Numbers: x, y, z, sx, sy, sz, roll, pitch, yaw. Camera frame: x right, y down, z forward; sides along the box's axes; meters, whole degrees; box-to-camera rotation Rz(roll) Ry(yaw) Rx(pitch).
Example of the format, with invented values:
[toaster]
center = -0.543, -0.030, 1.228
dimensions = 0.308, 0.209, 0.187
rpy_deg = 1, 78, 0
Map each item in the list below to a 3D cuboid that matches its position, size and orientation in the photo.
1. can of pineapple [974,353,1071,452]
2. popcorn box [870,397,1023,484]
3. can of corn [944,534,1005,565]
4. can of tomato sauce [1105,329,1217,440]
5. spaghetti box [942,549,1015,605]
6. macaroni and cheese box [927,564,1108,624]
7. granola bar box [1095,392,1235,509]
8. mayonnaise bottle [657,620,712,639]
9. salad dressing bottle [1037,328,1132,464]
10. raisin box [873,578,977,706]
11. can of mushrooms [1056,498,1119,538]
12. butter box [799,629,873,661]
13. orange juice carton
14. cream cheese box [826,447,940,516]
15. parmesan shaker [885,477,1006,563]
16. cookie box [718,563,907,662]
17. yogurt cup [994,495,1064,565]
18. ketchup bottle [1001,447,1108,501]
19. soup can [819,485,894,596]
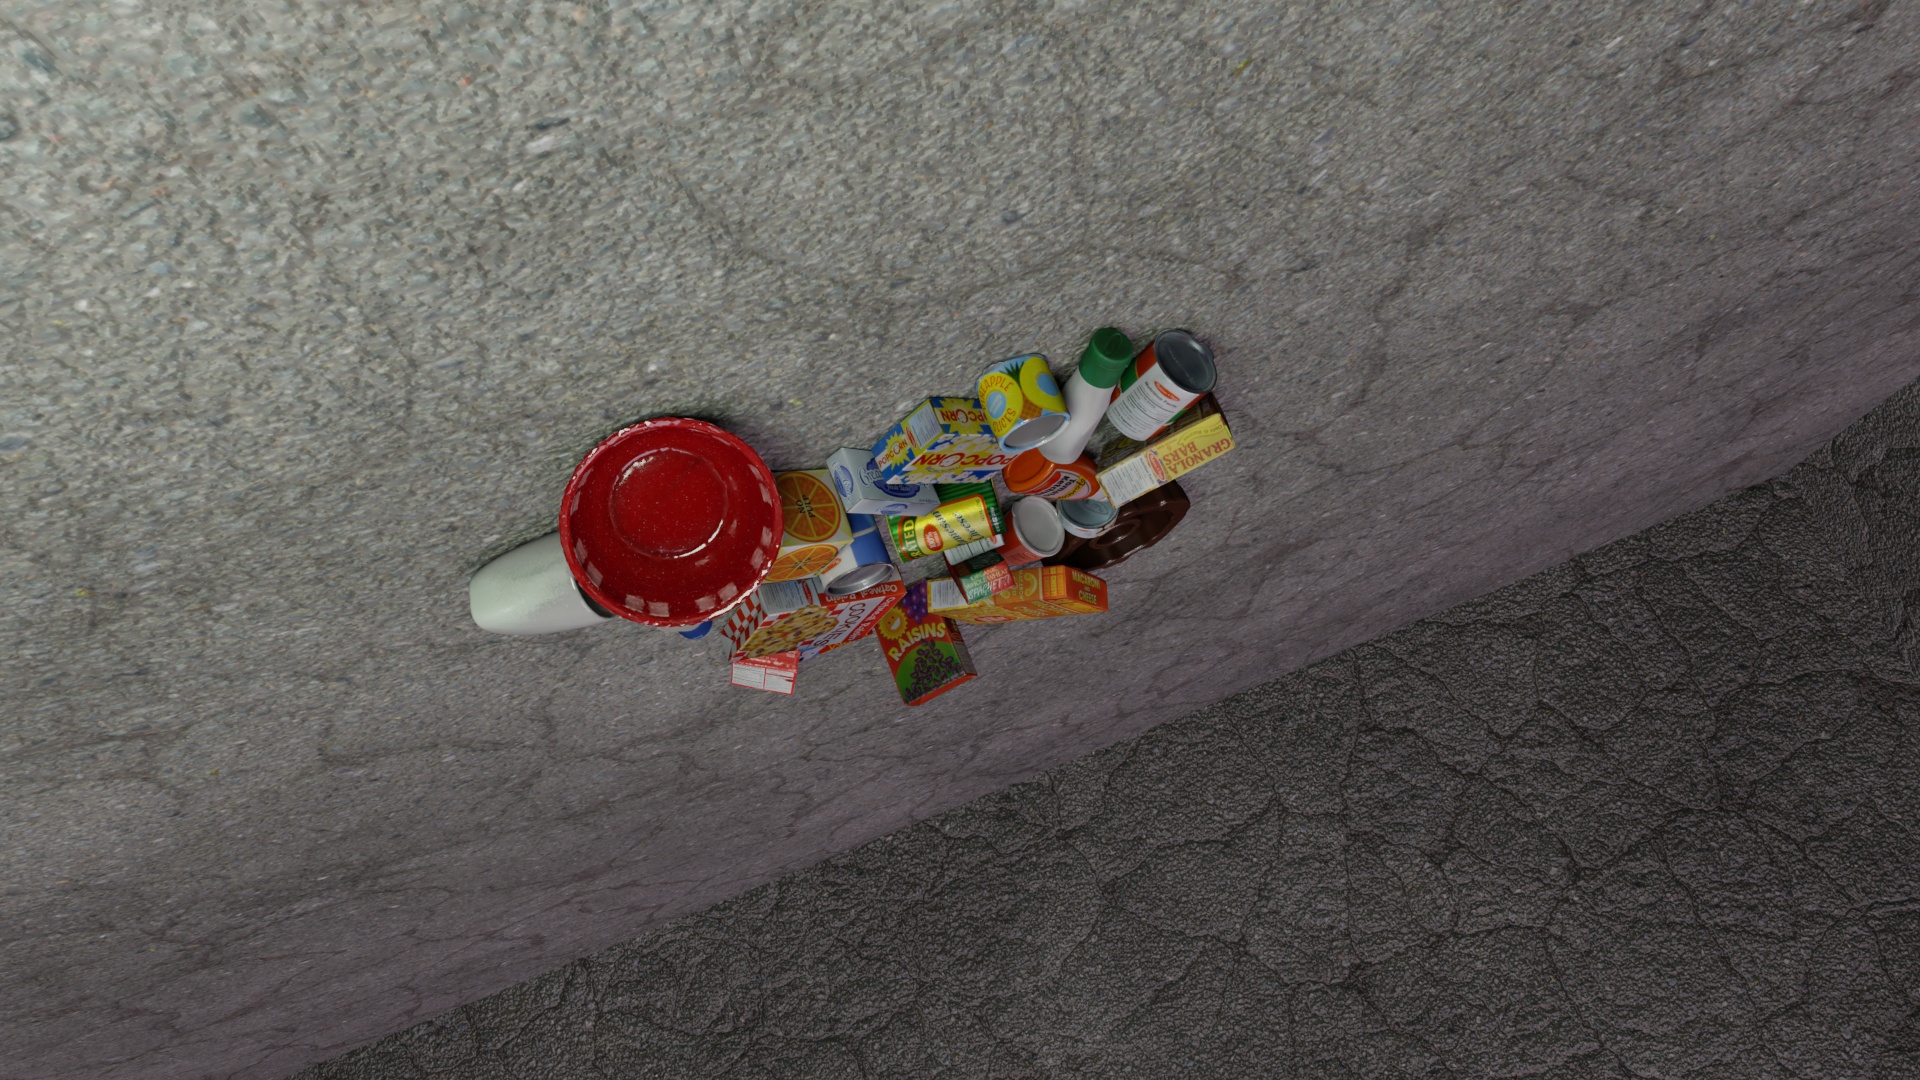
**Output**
[can of pineapple]
center = 0.051, -0.114, 1.155
dimensions = 0.071, 0.058, 0.070
rpy_deg = -20, 161, -7
[popcorn box]
center = -0.001, -0.085, 1.205
dimensions = 0.127, 0.038, 0.085
rpy_deg = -3, 155, -45
[can of corn]
center = 0.005, -0.017, 1.368
dimensions = 0.058, 0.071, 0.071
rpy_deg = -22, 162, 2
[can of tomato sauce]
center = 0.175, -0.137, 1.225
dimensions = 0.071, 0.071, 0.082
rpy_deg = -8, 158, -36
[spaghetti box]
center = 0.016, 0.028, 1.405
dimensions = 0.050, 0.028, 0.250
rpy_deg = -22, -174, -2
[macaroni and cheese box]
center = 0.065, 0.061, 1.549
dimensions = 0.166, 0.040, 0.123
rpy_deg = -8, 167, 26
[granola bar box]
center = 0.193, -0.089, 1.316
dimensions = 0.124, 0.039, 0.166
rpy_deg = -27, -172, 13
[mayonnaise bottle]
center = -0.266, 0.059, 1.305
dimensions = 0.065, 0.041, 0.147
rpy_deg = -19, 163, -4
[salad dressing bottle]
center = 0.107, -0.124, 1.203
dimensions = 0.064, 0.044, 0.147
rpy_deg = -57, 177, -35
[raisin box]
center = -0.045, 0.116, 1.589
dimensions = 0.086, 0.123, 0.040
rpy_deg = -29, 162, 19
[can of mushrooms]
center = 0.135, -0.039, 1.453
dimensions = 0.071, 0.071, 0.033
rpy_deg = -20, 161, -7
[butter box]
center = -0.154, 0.110, 1.602
dimensions = 0.103, 0.024, 0.053
rpy_deg = -21, 162, -4
[orange juice carton]
center = -0.193, -0.007, 1.150
dimensions = 0.193, 0.073, 0.071
rpy_deg = -6, 156, -39
[cream cheese box]
center = -0.067, -0.050, 1.207
dimensions = 0.024, 0.053, 0.104
rpy_deg = -37, 157, 32
[parmesan shaker]
center = -0.015, -0.026, 1.299
dimensions = 0.103, 0.071, 0.071
rpy_deg = -17, 162, 4
[cookie box]
center = -0.157, 0.076, 1.480
dimensions = 0.168, 0.040, 0.122
rpy_deg = -8, 157, -34
[yogurt cup]
center = 0.068, -0.007, 1.470
dimensions = 0.072, 0.072, 0.053
rpy_deg = -6, 164, -40
[ketchup bottle]
center = 0.106, -0.065, 1.370
dimensions = 0.064, 0.043, 0.149
rpy_deg = -31, 158, 30
[soup can]
center = -0.103, -0.001, 1.254
dimensions = 0.071, 0.084, 0.071
rpy_deg = -20, 162, -7
